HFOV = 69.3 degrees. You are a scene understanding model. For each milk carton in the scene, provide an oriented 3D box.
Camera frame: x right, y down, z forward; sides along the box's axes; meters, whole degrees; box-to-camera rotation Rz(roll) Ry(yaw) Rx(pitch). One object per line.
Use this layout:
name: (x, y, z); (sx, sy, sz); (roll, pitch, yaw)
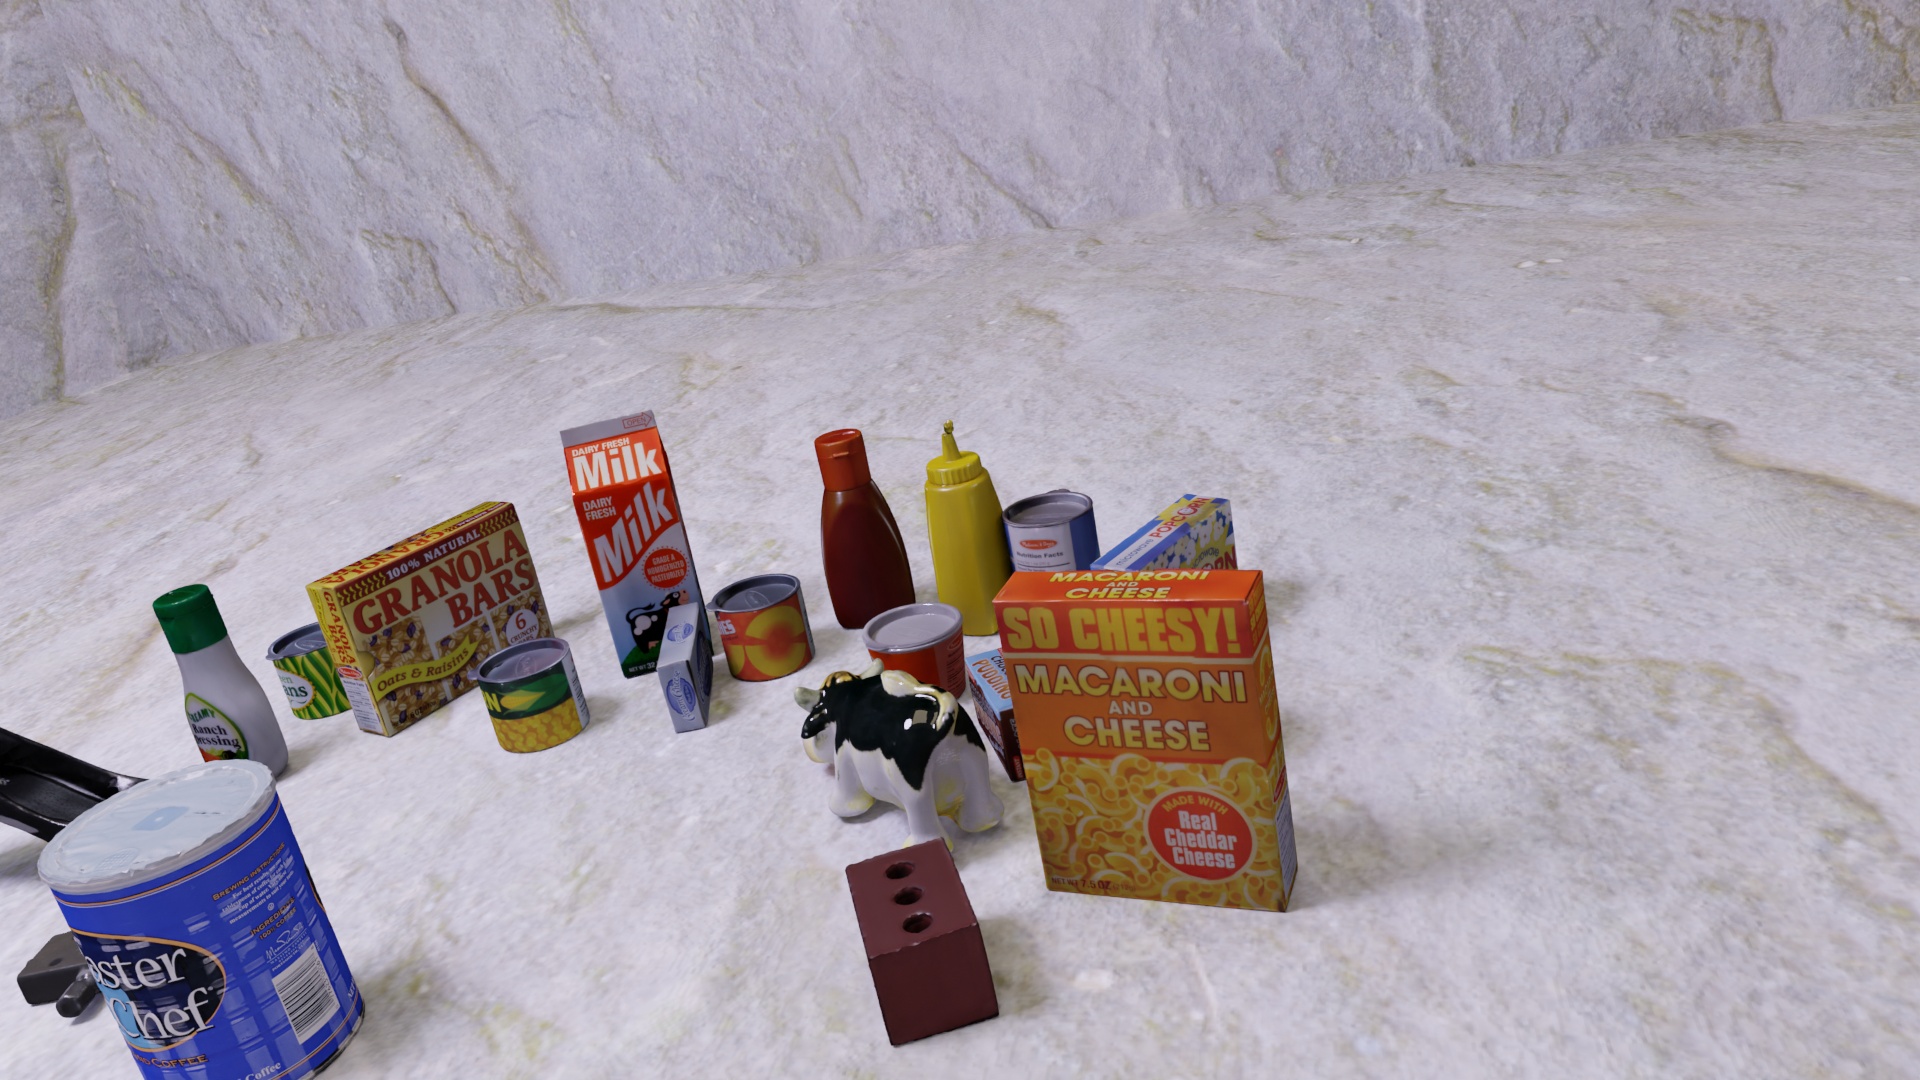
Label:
milk carton: (-0.244, -0.001, 1.052); (0.072, 0.189, 0.073); (-14, 21, -9)

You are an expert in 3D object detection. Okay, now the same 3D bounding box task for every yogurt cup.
yogurt cup: (-0.028, 0.079, 0.929); (0.072, 0.053, 0.072); (-10, 21, 4)

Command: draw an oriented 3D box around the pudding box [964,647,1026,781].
pudding box: (0.030, 0.103, 0.844); (0.030, 0.049, 0.084); (-15, 21, -9)

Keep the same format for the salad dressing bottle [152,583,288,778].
salad dressing bottle: (-0.523, 0.104, 0.980); (0.064, 0.147, 0.044); (-1, 23, 26)

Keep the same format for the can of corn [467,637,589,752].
can of corn: (-0.304, 0.110, 0.981); (0.071, 0.058, 0.071); (-10, 21, 4)

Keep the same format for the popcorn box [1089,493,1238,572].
popcorn box: (0.139, 0.031, 0.925); (0.038, 0.085, 0.127); (6, 27, 39)

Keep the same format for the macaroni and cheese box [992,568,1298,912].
macaroni and cheese box: (0.091, 0.095, 0.672); (0.123, 0.165, 0.040); (-1, 23, 24)

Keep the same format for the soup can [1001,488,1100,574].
soup can: (0.070, 0.014, 1.006); (0.071, 0.083, 0.071); (-10, 21, 4)

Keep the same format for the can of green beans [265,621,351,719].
can of green beans: (-0.505, 0.101, 1.102); (0.071, 0.057, 0.071); (-10, 21, 4)

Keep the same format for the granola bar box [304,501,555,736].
granola bar box: (-0.403, 0.057, 1.074); (0.039, 0.123, 0.166); (4, 25, 35)

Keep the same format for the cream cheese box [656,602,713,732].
cream cheese box: (-0.194, 0.089, 0.987); (0.024, 0.053, 0.104); (-12, 21, -2)

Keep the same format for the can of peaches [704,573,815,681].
can of peaches: (-0.146, 0.064, 1.020); (0.071, 0.058, 0.071); (-10, 21, 4)

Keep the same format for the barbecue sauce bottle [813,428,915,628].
barbecue sauce bottle: (-0.077, -0.009, 1.048); (0.065, 0.148, 0.044); (-12, 21, -2)

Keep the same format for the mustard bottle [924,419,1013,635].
mustard bottle: (0.004, -0.013, 1.000); (0.049, 0.159, 0.065); (-1, 23, 25)
